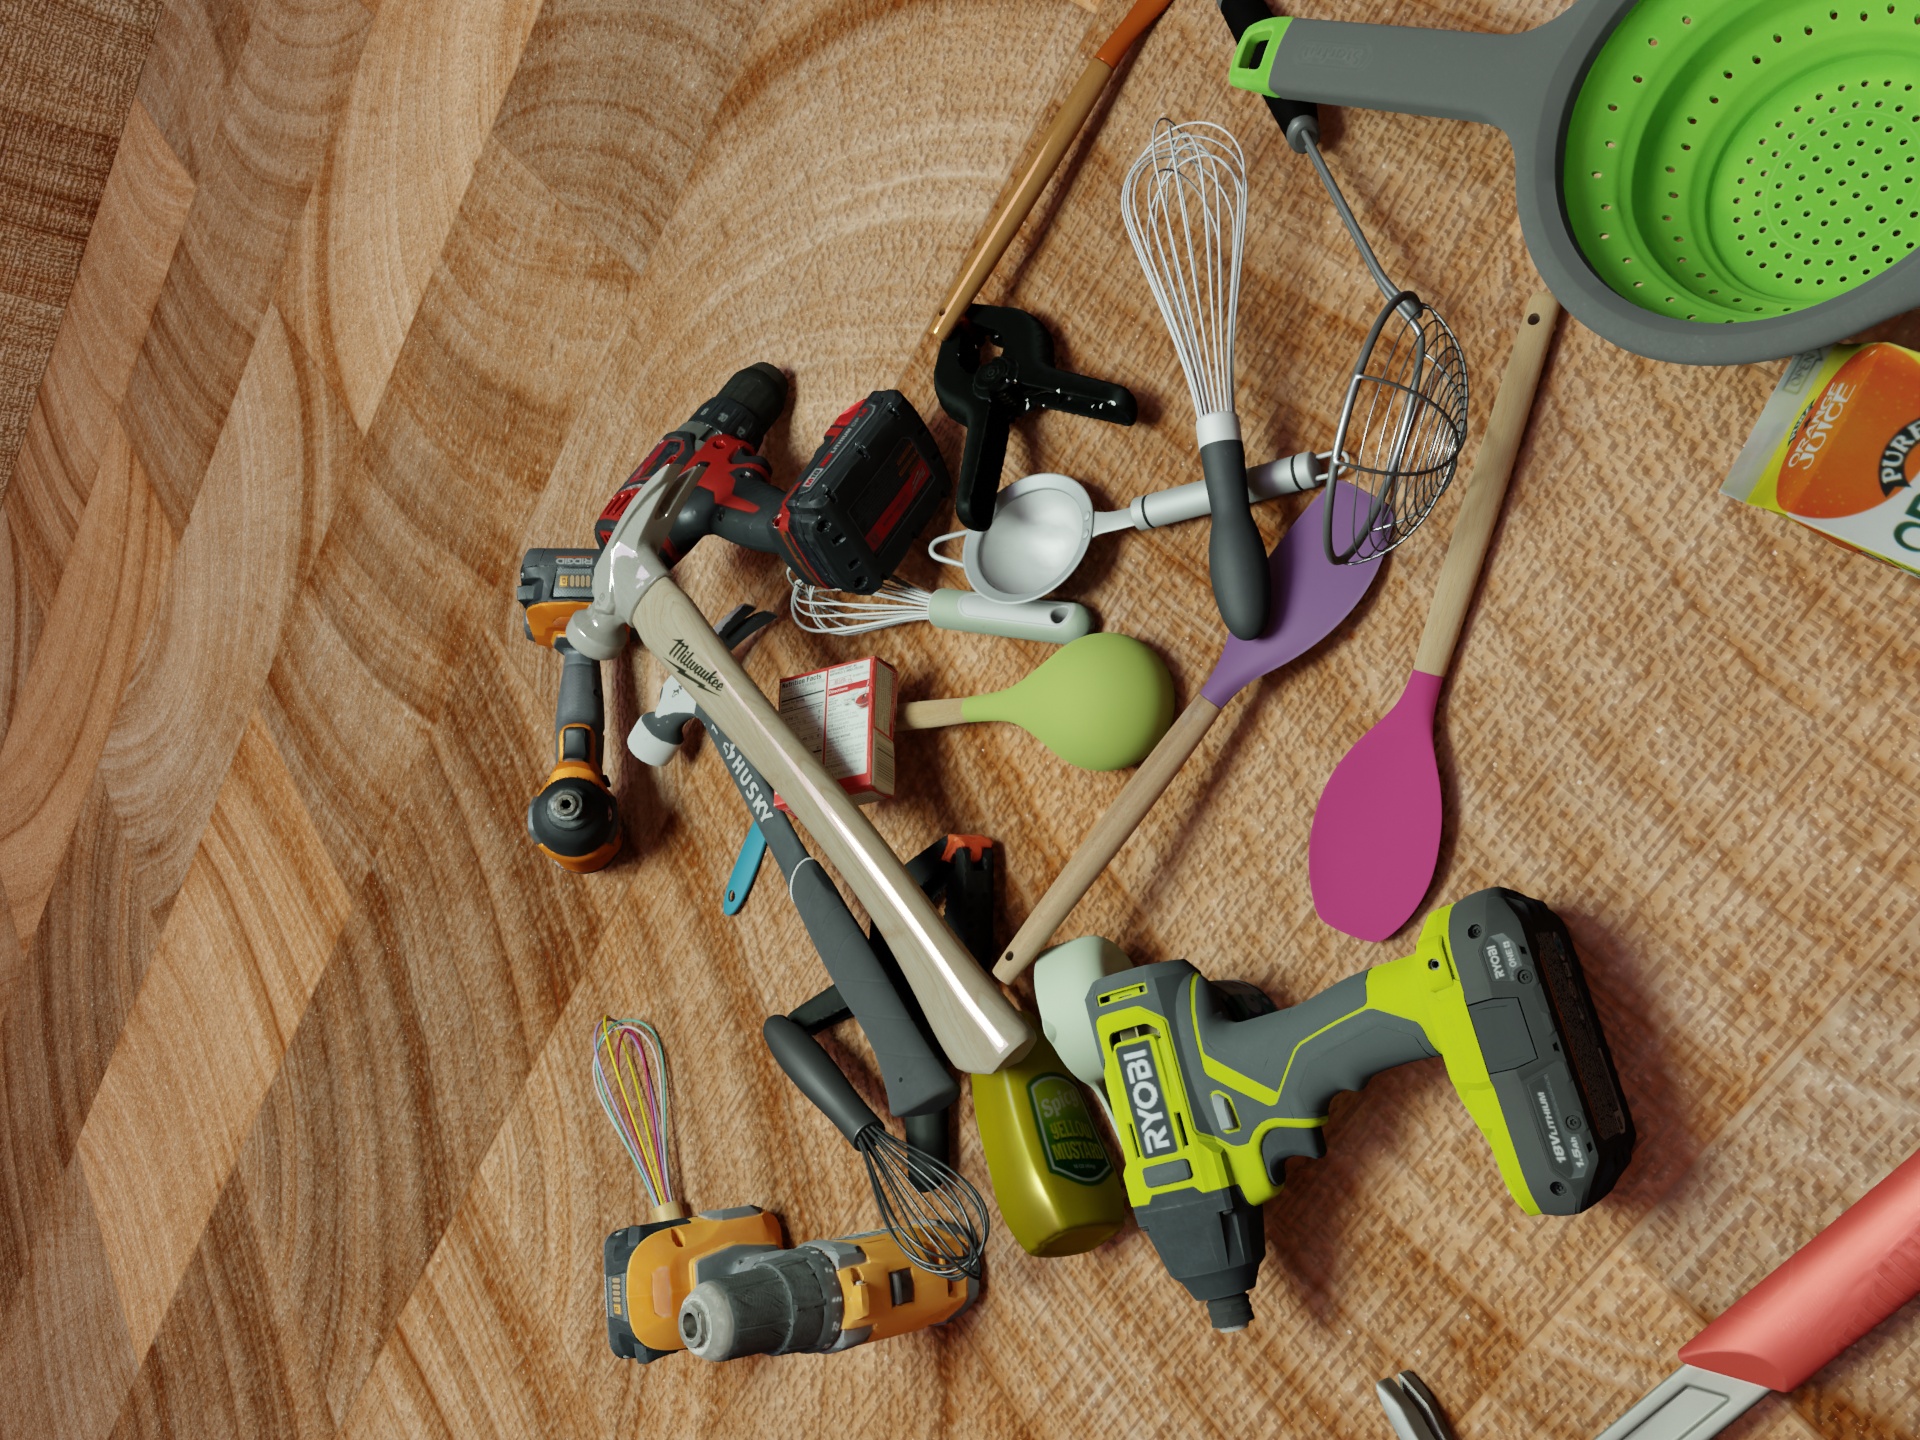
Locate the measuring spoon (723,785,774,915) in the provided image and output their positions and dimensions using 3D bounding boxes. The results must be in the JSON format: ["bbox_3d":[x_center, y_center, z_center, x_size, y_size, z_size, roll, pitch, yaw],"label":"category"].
[{"bbox_3d":[-0.147,0.077,1.104,0.042,0.021,0.128,31,103,42],"label":"measuring spoon"}]

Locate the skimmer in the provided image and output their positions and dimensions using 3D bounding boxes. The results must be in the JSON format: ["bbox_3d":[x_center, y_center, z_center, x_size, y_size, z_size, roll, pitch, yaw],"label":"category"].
[{"bbox_3d":[0.166,-0.245,0.805,0.090,0.127,0.364,-19,61,8],"label":"skimmer"}]

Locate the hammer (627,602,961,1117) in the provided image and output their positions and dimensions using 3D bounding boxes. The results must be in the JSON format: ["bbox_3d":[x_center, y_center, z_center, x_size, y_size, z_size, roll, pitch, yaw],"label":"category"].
[{"bbox_3d":[-0.102,0.085,1.011,0.149,0.036,0.409,-53,47,20],"label":"hammer"}]

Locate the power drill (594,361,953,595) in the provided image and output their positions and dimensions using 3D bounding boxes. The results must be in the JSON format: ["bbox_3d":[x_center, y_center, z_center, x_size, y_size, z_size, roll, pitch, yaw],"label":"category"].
[{"bbox_3d":[-0.118,-0.168,1.048,0.227,0.080,0.188,9,54,39],"label":"power drill"}]

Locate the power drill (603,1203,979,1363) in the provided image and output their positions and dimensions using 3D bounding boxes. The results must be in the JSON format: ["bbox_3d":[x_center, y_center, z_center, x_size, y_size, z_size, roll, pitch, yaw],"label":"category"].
[{"bbox_3d":[-0.127,0.338,0.940,0.226,0.185,0.084,-18,74,44],"label":"power drill"}]

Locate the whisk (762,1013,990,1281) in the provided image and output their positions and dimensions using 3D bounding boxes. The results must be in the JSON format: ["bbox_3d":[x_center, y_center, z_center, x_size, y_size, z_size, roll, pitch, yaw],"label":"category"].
[{"bbox_3d":[-0.057,0.244,0.939,0.239,0.055,0.055,37,110,45],"label":"whisk"}]

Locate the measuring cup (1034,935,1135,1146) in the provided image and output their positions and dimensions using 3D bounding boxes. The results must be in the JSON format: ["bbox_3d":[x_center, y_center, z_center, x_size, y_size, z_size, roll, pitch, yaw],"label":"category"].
[{"bbox_3d":[0.093,0.192,0.841,0.038,0.083,0.168,-28,82,22],"label":"measuring cup"}]

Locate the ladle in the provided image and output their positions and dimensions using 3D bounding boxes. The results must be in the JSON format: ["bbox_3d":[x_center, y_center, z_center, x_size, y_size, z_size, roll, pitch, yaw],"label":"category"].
[{"bbox_3d":[-0.002,-0.003,0.974,0.320,0.062,0.078,-6,78,50],"label":"ladle"}]

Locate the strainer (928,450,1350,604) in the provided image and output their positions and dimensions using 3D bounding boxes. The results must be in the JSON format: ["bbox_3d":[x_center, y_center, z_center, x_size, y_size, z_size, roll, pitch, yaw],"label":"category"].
[{"bbox_3d":[0.097,-0.112,0.889,0.258,0.050,0.087,-11,61,37],"label":"strainer"}]

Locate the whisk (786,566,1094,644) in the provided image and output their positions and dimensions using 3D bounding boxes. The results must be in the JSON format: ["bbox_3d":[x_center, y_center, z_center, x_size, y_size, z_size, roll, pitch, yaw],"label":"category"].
[{"bbox_3d":[-0.019,-0.072,0.991,0.246,0.059,0.058,10,64,40],"label":"whisk"}]

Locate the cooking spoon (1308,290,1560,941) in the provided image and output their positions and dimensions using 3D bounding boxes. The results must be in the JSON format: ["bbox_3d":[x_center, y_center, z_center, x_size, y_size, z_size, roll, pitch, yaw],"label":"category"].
[{"bbox_3d":[0.233,-0.047,0.764,0.069,0.017,0.319,22,100,42],"label":"cooking spoon"}]

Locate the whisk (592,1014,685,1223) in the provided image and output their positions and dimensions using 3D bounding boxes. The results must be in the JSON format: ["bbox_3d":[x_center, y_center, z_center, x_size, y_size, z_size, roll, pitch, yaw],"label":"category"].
[{"bbox_3d":[-0.213,0.322,1.127,0.047,0.051,0.245,-52,54,52],"label":"whisk"}]

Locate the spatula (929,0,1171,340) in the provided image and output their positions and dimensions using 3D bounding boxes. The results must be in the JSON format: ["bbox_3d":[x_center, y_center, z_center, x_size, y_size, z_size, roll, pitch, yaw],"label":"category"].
[{"bbox_3d":[0.066,-0.371,0.940,0.081,0.041,0.322,42,105,38],"label":"spatula"}]

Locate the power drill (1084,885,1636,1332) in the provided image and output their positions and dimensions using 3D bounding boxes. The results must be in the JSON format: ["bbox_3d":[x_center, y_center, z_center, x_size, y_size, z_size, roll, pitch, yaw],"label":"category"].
[{"bbox_3d":[0.175,0.176,0.723,0.223,0.080,0.171,-23,73,31],"label":"power drill"}]

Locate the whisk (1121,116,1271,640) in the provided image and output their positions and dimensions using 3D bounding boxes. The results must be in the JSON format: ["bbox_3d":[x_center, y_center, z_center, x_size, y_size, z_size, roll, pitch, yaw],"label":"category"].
[{"bbox_3d":[0.129,-0.180,0.824,0.070,0.070,0.285,-15,77,41],"label":"whisk"}]

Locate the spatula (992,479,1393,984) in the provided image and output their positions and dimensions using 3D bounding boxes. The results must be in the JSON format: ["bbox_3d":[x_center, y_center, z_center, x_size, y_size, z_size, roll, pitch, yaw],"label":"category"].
[{"bbox_3d":[0.116,0.012,0.824,0.316,0.018,0.060,-53,50,7],"label":"spatula"}]

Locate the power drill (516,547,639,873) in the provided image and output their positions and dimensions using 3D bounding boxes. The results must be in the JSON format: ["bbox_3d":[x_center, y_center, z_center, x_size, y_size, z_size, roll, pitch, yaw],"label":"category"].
[{"bbox_3d":[-0.280,-0.008,1.162,0.164,0.084,0.226,130,139,-76],"label":"power drill"}]

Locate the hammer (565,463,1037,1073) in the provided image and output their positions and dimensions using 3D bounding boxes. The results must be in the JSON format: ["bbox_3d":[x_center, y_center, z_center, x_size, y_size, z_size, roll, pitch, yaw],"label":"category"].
[{"bbox_3d":[-0.088,0.028,0.921,0.411,0.038,0.146,49,121,23],"label":"hammer"}]

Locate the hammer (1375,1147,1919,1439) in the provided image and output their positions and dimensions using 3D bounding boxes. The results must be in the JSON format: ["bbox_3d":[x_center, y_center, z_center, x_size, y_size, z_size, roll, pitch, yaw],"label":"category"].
[{"bbox_3d":[0.324,0.226,0.626,0.359,0.036,0.149,-55,52,24],"label":"hammer"}]

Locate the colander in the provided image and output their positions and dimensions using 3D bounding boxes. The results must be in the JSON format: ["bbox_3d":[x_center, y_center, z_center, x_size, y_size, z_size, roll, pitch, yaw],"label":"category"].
[{"bbox_3d":[0.288,-0.261,0.692,0.397,0.094,0.204,31,104,44],"label":"colander"}]
